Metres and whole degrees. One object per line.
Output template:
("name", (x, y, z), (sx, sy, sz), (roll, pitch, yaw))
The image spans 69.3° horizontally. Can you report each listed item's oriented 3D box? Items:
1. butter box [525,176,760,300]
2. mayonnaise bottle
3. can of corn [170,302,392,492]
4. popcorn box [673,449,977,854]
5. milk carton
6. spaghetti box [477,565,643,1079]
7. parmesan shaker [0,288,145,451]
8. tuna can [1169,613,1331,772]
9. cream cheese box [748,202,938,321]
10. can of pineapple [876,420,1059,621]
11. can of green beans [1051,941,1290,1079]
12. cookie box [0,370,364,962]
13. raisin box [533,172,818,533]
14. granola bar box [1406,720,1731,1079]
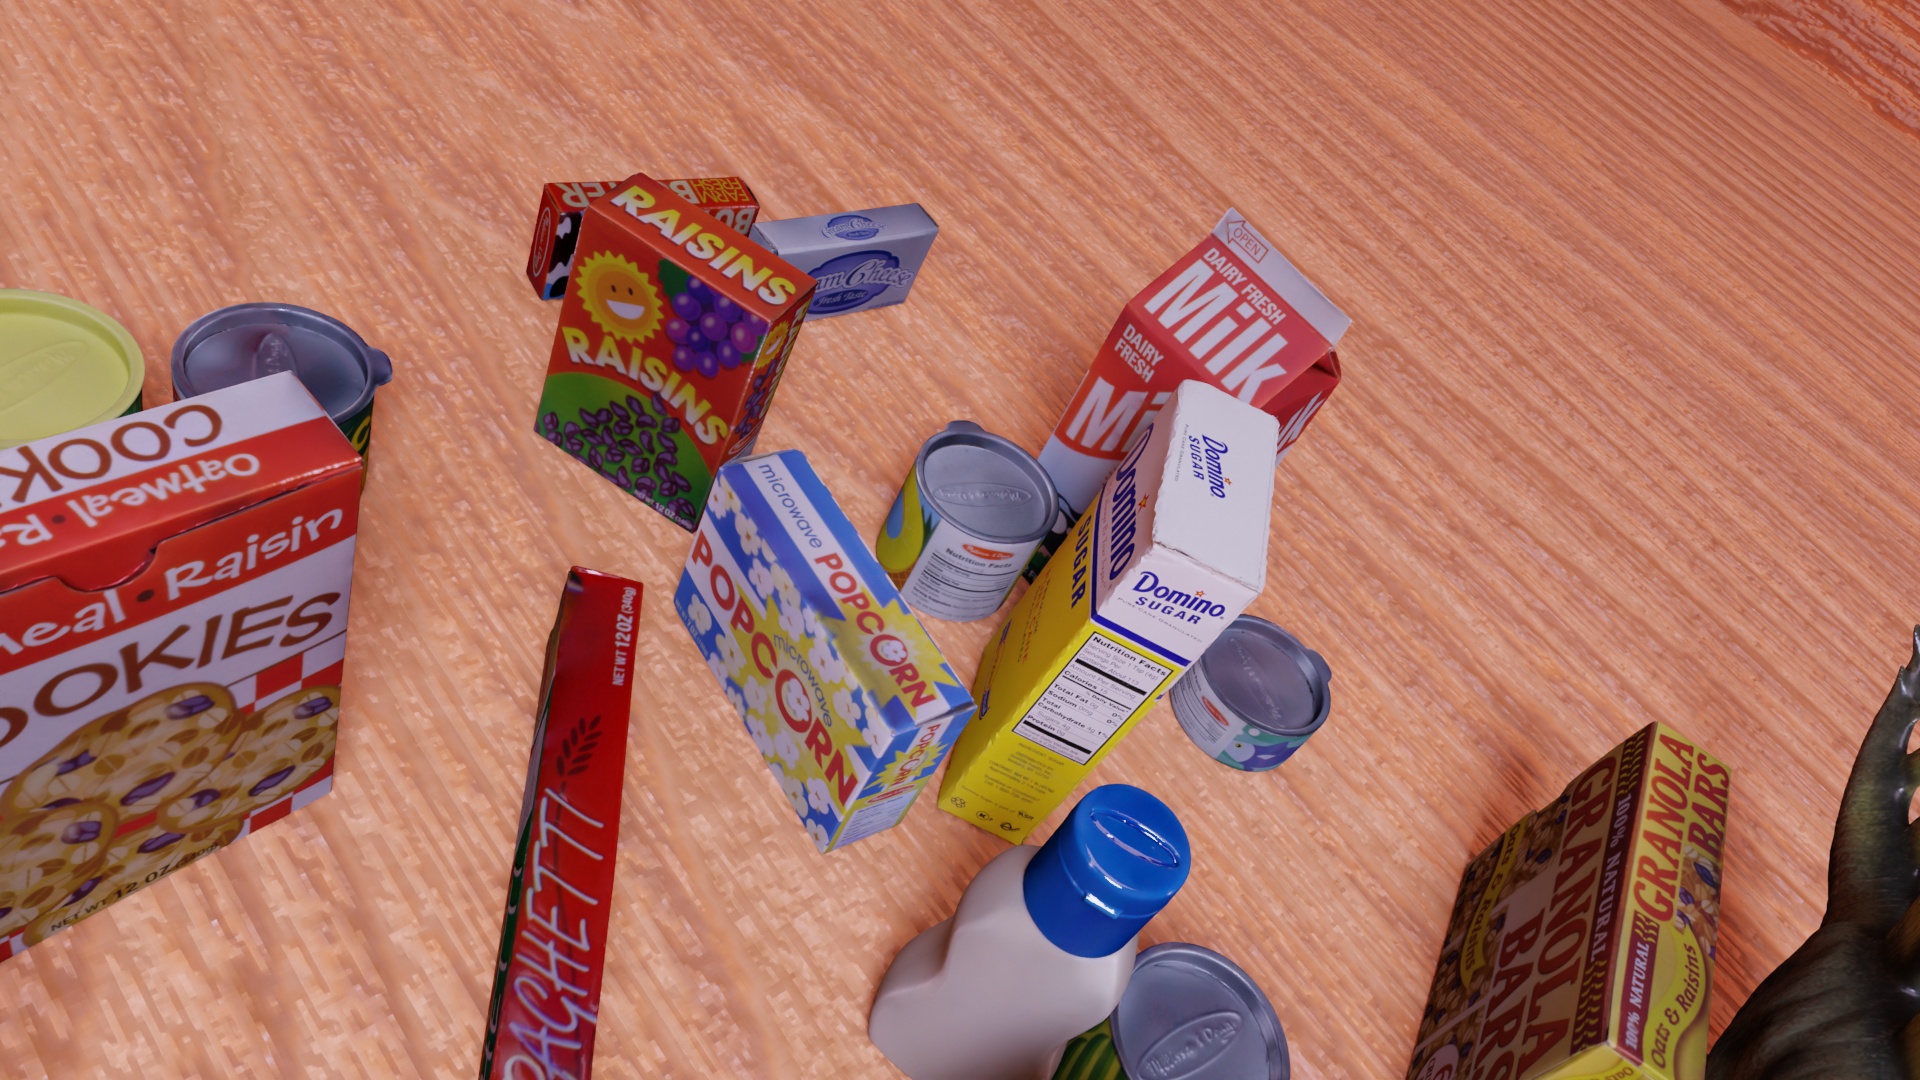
("butter box", (-0.151, -0.145, 0.663), (0.104, 0.052, 0.024), (-13, 58, -36))
("mayonnaise bottle", (0.022, 0.128, 0.430), (0.065, 0.147, 0.041), (30, 43, 1))
("can of corn", (-0.250, -0.044, 0.513), (0.071, 0.058, 0.071), (15, 45, -15))
("popcorn box", (-0.056, 0.040, 0.517), (0.038, 0.084, 0.127), (-16, 59, -38))
("milk carton", (0.093, -0.047, 0.600), (0.074, 0.189, 0.072), (-23, 64, -41))
("spaghetti box", (-0.127, 0.120, 0.431), (0.029, 0.050, 0.251), (12, 46, -18))
("parmesan shaker", (-0.294, -0.020, 0.435), (0.071, 0.102, 0.072), (15, 45, -15))
("tuna can", (0.132, 0.068, 0.628), (0.071, 0.032, 0.071), (15, 45, -15))
("cream cheese box", (-0.063, -0.139, 0.704), (0.104, 0.053, 0.024), (-18, 61, -38))
("can of pineapple", (0.002, -0.008, 0.612), (0.071, 0.057, 0.071), (15, 45, -15))
("can of green beans", (0.068, 0.180, 0.472), (0.071, 0.057, 0.071), (15, 45, -15))
("cookie box", (-0.228, 0.042, 0.365), (0.040, 0.166, 0.123), (45, 45, 16))
("raisin box", (-0.118, -0.073, 0.563), (0.086, 0.122, 0.040), (33, 43, 4))
("granola bar box", (0.228, 0.160, 0.526), (0.039, 0.123, 0.166), (35, 43, 6))
